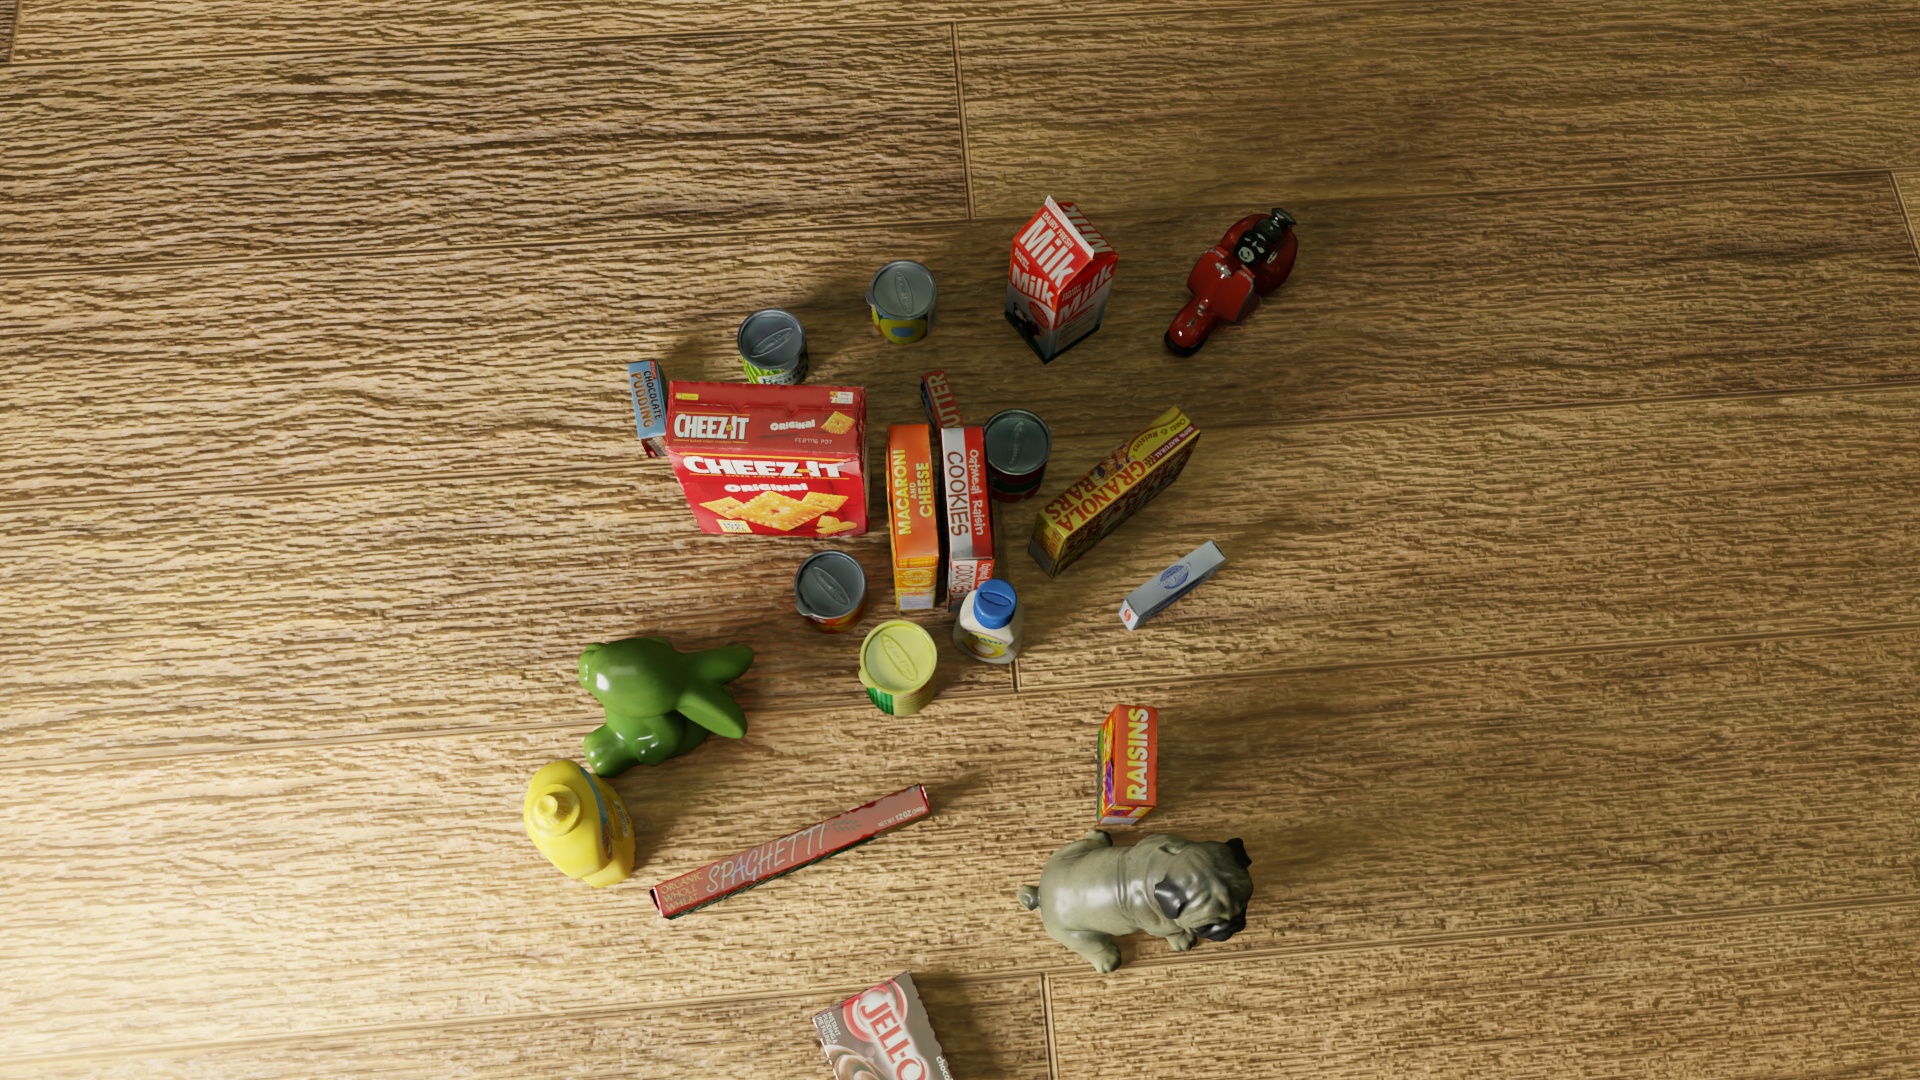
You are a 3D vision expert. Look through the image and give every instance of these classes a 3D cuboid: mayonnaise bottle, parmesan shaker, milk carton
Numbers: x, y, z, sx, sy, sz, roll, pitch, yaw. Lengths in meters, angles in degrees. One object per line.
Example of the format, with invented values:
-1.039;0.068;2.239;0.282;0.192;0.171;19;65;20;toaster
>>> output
0.027;0.072;1.234;0.065;0.147;0.041;17;72;4;mayonnaise bottle
-0.057;0.117;1.239;0.071;0.102;0.071;1;72;-2;parmesan shaker
0.095;-0.252;1.324;0.073;0.190;0.072;-34;76;-12;milk carton

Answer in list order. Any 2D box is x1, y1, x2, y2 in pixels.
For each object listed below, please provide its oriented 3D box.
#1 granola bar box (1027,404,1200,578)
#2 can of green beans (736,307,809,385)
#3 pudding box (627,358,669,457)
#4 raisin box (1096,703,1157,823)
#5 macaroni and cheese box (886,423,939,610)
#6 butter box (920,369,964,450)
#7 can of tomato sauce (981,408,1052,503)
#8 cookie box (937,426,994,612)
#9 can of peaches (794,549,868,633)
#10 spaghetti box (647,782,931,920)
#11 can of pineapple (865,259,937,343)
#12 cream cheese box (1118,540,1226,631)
0.141;-0.043;1.290;0.166;0.124;0.039;-38;77;-13;granola bar box
-0.183;-0.185;1.361;0.071;0.057;0.071;1;72;-2;can of green beans
-0.297;-0.128;1.342;0.030;0.049;0.084;-11;72;-6;pudding box
0.144;0.196;1.209;0.040;0.123;0.086;4;72;-1;raisin box
-0.044;-0.017;1.252;0.040;0.166;0.124;-4;72;-3;macaroni and cheese box
-0.012;-0.109;1.344;0.024;0.053;0.104;-17;73;-7;butter box
0.048;-0.079;1.320;0.071;0.083;0.071;1;72;-2;can of tomato sauce
0.004;-0.016;1.253;0.040;0.167;0.123;-4;72;-3;cookie box
-0.121;0.049;1.284;0.071;0.058;0.071;1;72;-2;can of peaches
-0.145;0.272;1.212;0.250;0.050;0.029;-20;74;-9;spaghetti box
-0.058;-0.237;1.383;0.071;0.057;0.071;1;72;-2;can of pineapple
0.197;0.042;1.300;0.104;0.053;0.024;-32;76;-12;cream cheese box
